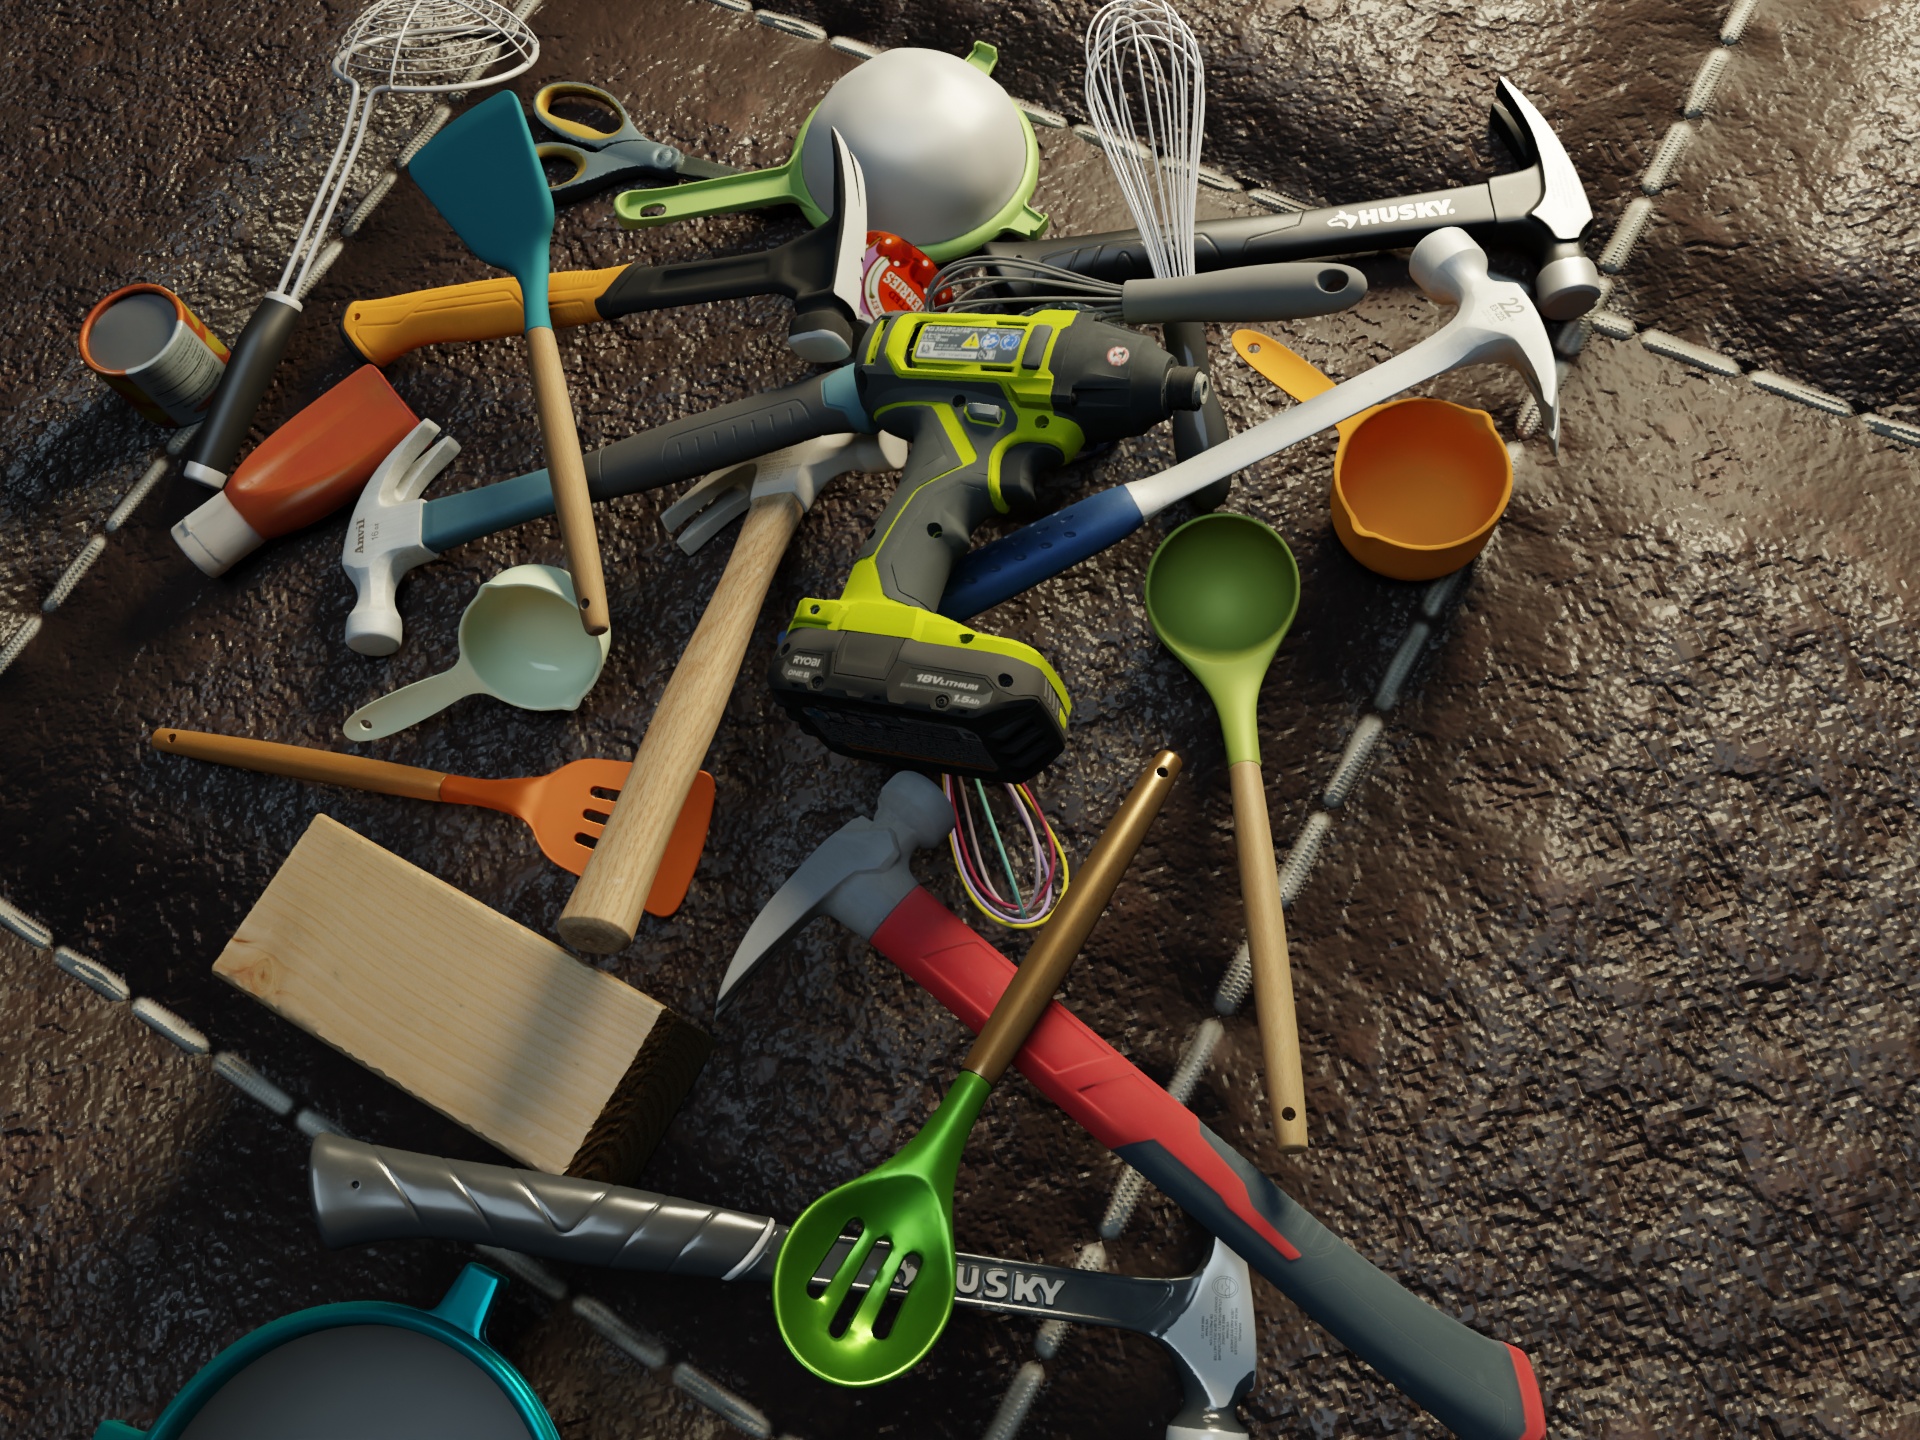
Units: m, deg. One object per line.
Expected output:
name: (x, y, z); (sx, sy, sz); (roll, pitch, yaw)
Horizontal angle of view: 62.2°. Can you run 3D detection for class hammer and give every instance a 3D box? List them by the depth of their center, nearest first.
hammer: (-0.069, 0.223, 0.677); (0.409, 0.036, 0.149); (11, 66, -8)
hammer: (0.075, 0.189, 0.682); (0.386, 0.038, 0.143); (39, 62, 10)
hammer: (-0.125, -0.030, 0.788); (0.130, 0.031, 0.332); (-7, 46, 27)
hammer: (0.098, -0.109, 0.789); (0.405, 0.035, 0.144); (-26, 50, 5)
hammer: (-0.191, -0.134, 0.866); (0.331, 0.033, 0.128); (-14, 65, 15)
hammer: (0.179, -0.279, 0.904); (0.335, 0.035, 0.146); (-5, 69, 6)
hammer: (-0.211, -0.249, 0.907); (0.337, 0.034, 0.127); (-2, 73, 21)

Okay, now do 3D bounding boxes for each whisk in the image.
whisk: (0.001, -0.003, 0.816); (0.047, 0.051, 0.245); (-25, 61, 11)
whisk: (0.089, -0.219, 0.825); (0.239, 0.055, 0.055); (3, 69, 22)
whisk: (0.114, -0.254, 0.857); (0.070, 0.070, 0.284); (-9, 88, 4)

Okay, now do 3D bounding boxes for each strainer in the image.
strainer: (-0.222, 0.414, 0.654); (0.211, 0.095, 0.341); (-24, 69, 1)
strainer: (-0.080, -0.337, 0.931); (0.256, 0.069, 0.152); (-12, 68, -4)

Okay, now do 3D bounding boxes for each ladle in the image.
ladle: (0.135, 0.040, 0.744); (0.078, 0.062, 0.320); (-8, 57, 11)

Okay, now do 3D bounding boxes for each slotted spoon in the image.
slotted spoon: (0.021, 0.131, 0.666); (0.070, 0.031, 0.314); (31, 61, 6)

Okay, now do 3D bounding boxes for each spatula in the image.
spatula: (-0.292, 0.036, 0.852); (0.322, 0.041, 0.081); (8, 70, 15)
spatula: (-0.231, -0.189, 0.853); (0.082, 0.044, 0.318); (-25, 68, 21)

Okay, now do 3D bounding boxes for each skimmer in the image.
skimmer: (-0.378, -0.302, 0.993); (0.127, 0.090, 0.363); (18, 82, 20)

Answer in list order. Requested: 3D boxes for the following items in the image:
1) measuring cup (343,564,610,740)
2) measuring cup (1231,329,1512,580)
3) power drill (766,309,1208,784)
measuring cup: (-0.264, -0.030, 0.862); (0.167, 0.083, 0.038); (-23, 27, 18)
measuring cup: (0.207, -0.143, 0.837); (0.095, 0.052, 0.174); (-42, 67, -9)
power drill: (0.012, -0.091, 0.742); (0.171, 0.080, 0.223); (9, 68, 23)
